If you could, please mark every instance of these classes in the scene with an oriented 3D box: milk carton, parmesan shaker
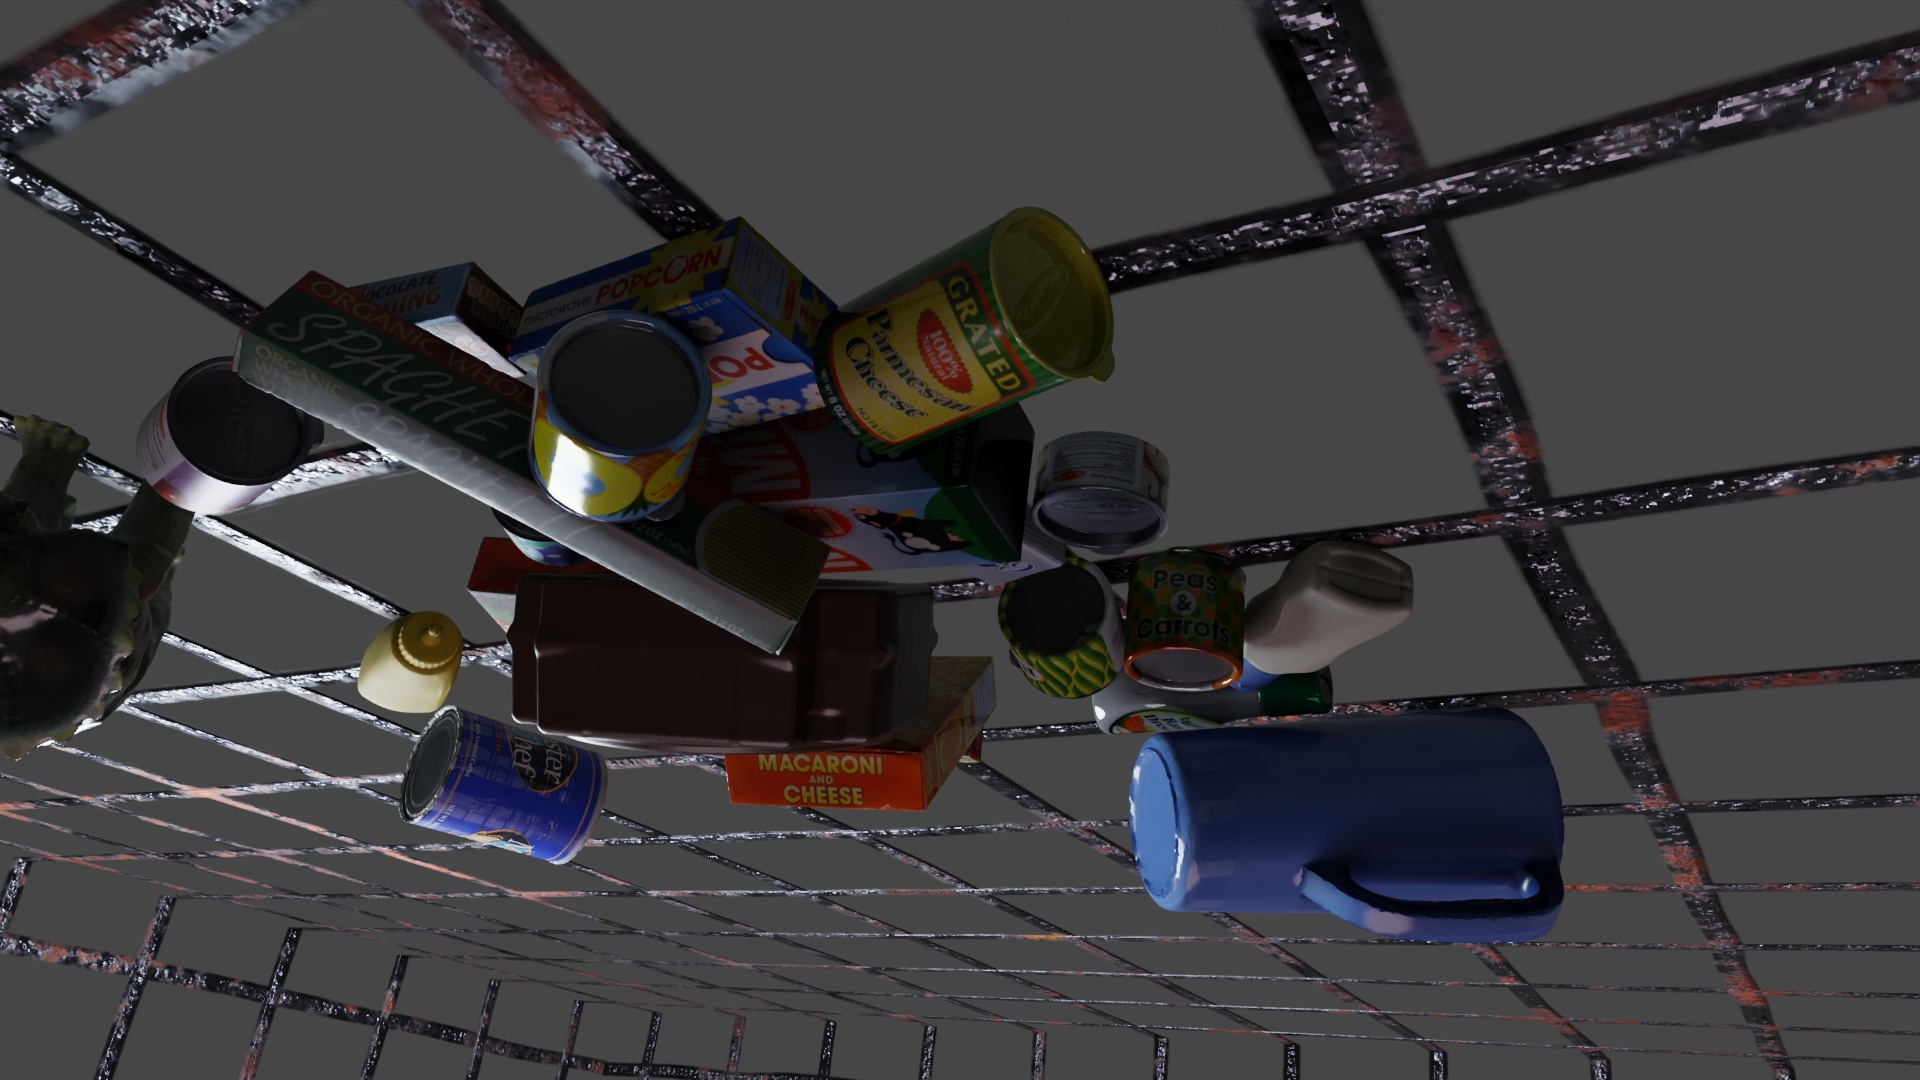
[{"bbox_3d":[-0.068,-0.031,0.648,0.190,0.072,0.073,-3,151,22],"label":"milk carton"},{"bbox_3d":[0.000,-0.076,0.539,0.071,0.071,0.103,29,147,-36],"label":"parmesan shaker"}]

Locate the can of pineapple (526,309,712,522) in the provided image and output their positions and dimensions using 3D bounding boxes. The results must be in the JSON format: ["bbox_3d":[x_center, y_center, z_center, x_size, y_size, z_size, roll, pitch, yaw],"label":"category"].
[{"bbox_3d":[-0.133,-0.048,0.547,0.071,0.071,0.057,14,151,-14],"label":"can of pineapple"}]

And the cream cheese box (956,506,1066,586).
[{"bbox_3d":[0.003,-0.009,0.729,0.104,0.024,0.053,28,148,-36],"label":"cream cheese box"}]

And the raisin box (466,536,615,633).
[{"bbox_3d":[-0.248,0.044,0.887,0.086,0.040,0.123,4,155,5],"label":"raisin box"}]

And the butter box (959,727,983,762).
[{"bbox_3d":[-0.035,0.130,0.991,0.103,0.053,0.024,-1,155,19],"label":"butter box"}]

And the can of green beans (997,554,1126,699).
[{"bbox_3d":[0.059,0.049,0.784,0.071,0.071,0.057,-1,152,16],"label":"can of green beans"}]

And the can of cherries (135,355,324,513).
[{"bbox_3d":[-0.365,-0.051,0.694,0.071,0.072,0.058,28,148,-35],"label":"can of cherries"}]

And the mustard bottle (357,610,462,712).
[{"bbox_3d":[-0.387,0.083,0.993,0.065,0.049,0.159,20,151,-25],"label":"mustard bottle"}]

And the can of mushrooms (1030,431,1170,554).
[{"bbox_3d":[0.068,-0.022,0.674,0.071,0.033,0.070,5,154,3],"label":"can of mushrooms"}]

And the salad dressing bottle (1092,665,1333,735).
[{"bbox_3d":[0.159,0.097,0.882,0.147,0.044,0.064,-9,156,28],"label":"salad dressing bottle"}]

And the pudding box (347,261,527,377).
[{"bbox_3d":[-0.235,-0.093,0.614,0.083,0.030,0.049,-5,151,23],"label":"pudding box"}]

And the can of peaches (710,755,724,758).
[{"bbox_3d":[-0.168,0.121,1.002,0.071,0.058,0.071,6,154,3],"label":"can of peaches"}]

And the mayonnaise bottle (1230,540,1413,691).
[{"bbox_3d":[0.189,0.047,0.777,0.065,0.041,0.147,14,155,-10],"label":"mayonnaise bottle"}]

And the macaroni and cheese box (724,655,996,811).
[{"bbox_3d":[-0.058,0.115,0.873,0.124,0.040,0.167,-1,-166,16],"label":"macaroni and cheese box"}]

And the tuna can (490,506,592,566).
[{"bbox_3d":[-0.200,-0.023,0.709,0.071,0.071,0.032,5,154,4],"label":"tuna can"}]

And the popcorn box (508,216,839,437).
[{"bbox_3d":[-0.116,-0.083,0.592,0.126,0.038,0.085,-10,148,32],"label":"popcorn box"}]

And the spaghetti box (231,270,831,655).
[{"bbox_3d":[-0.174,-0.032,0.582,0.250,0.050,0.028,29,132,-8],"label":"spaghetti box"}]

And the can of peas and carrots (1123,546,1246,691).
[{"bbox_3d":[0.124,0.045,0.768,0.071,0.059,0.070,5,154,3],"label":"can of peas and carrots"}]
